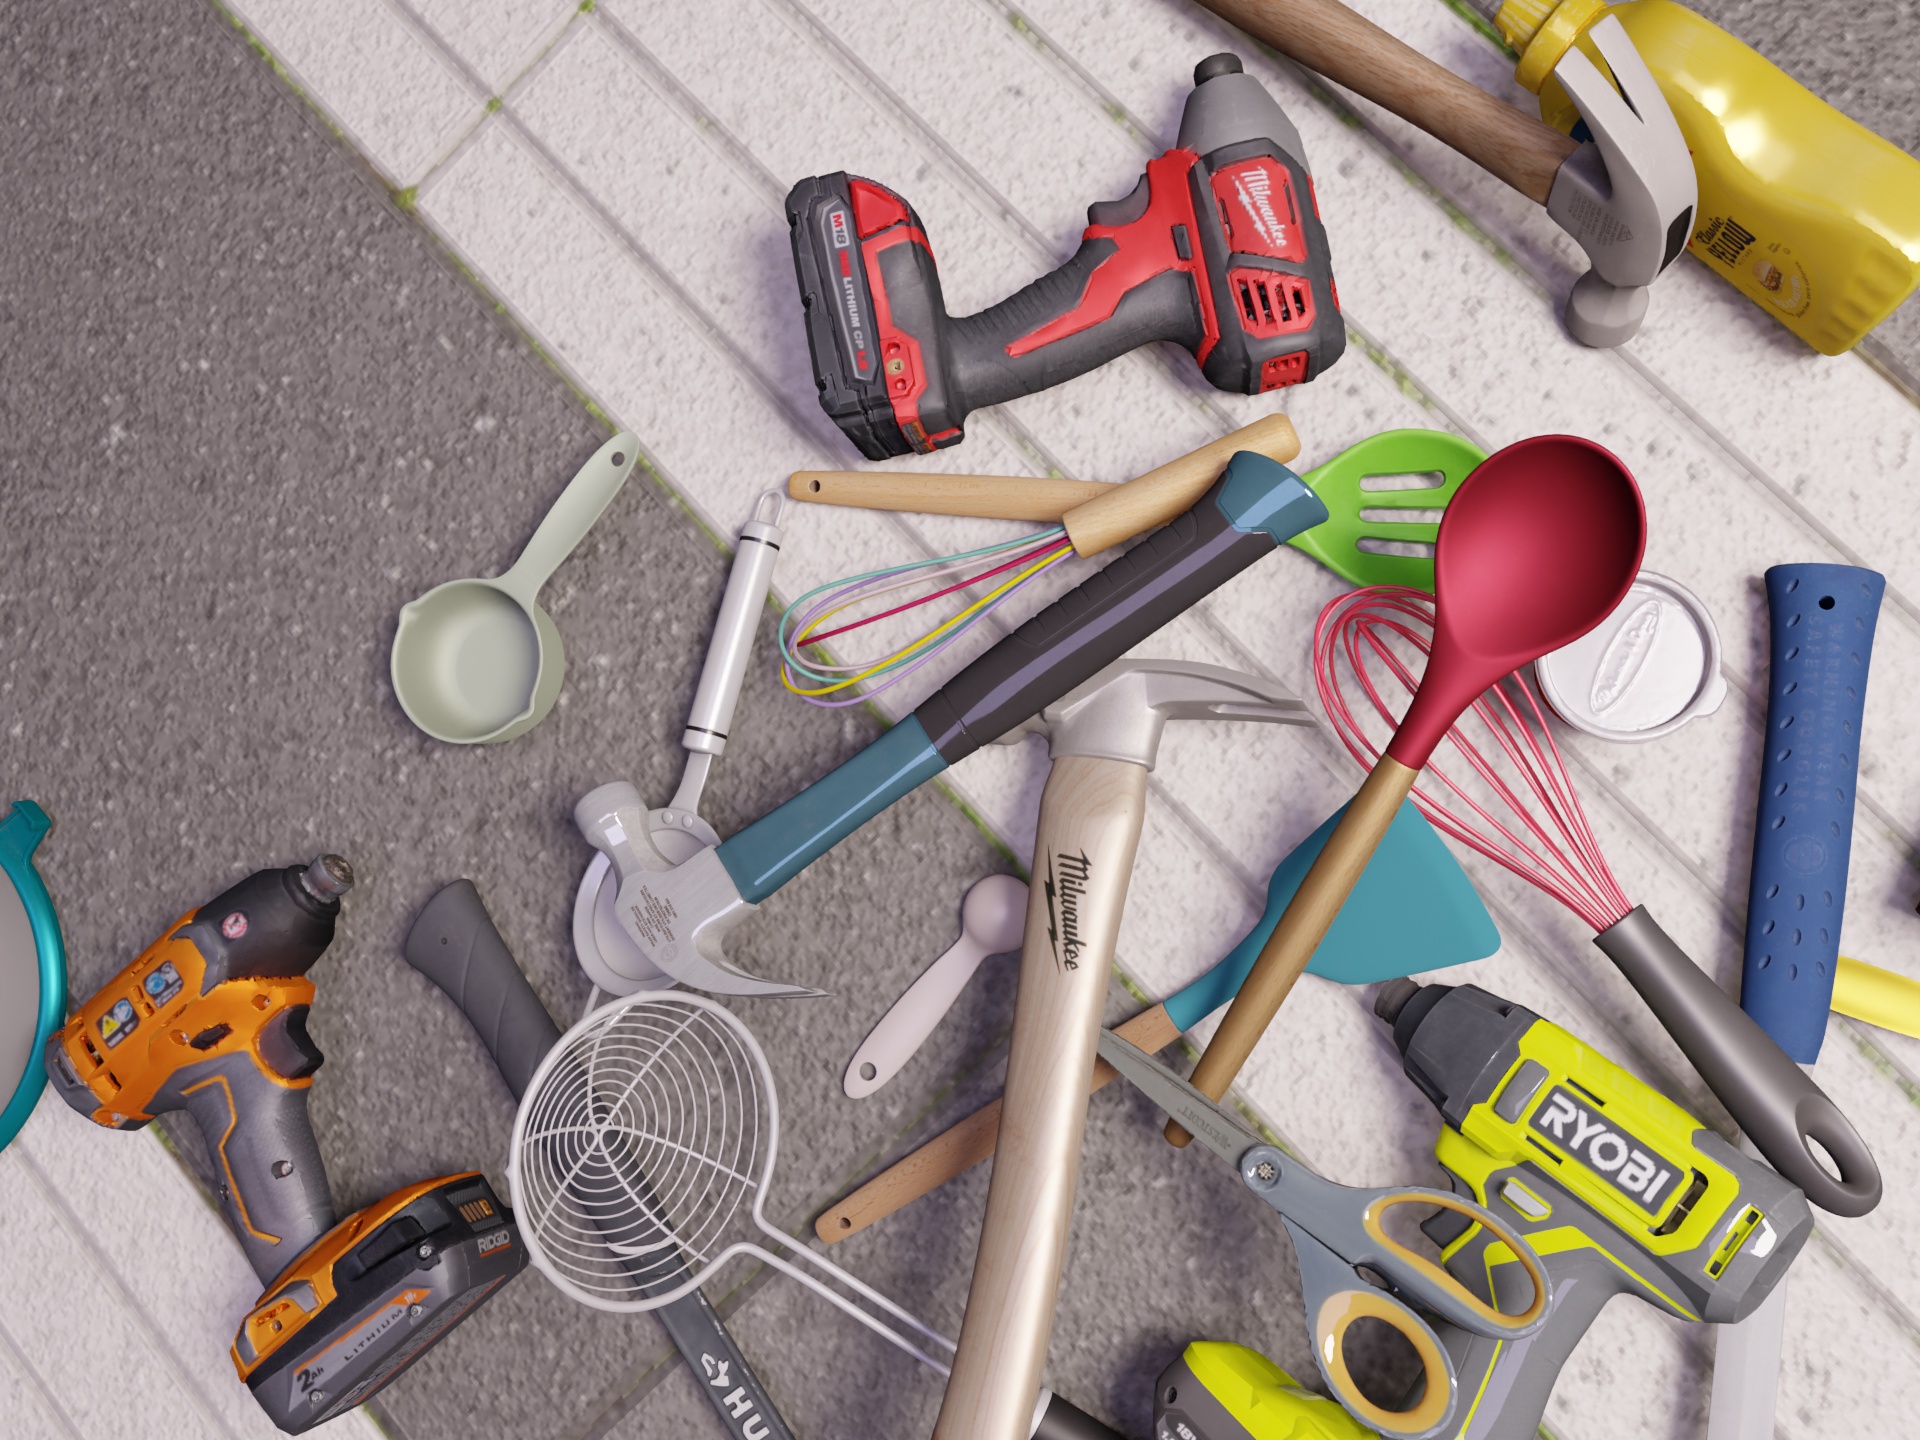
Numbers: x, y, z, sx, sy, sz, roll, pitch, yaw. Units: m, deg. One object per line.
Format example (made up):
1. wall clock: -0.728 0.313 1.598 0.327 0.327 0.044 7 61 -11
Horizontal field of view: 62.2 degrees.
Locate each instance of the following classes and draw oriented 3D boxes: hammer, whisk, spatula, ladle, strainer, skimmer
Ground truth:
1. hammer: -0.127 0.245 0.705 0.149 0.036 0.409 -36 80 6
2. hammer: -0.001 -0.002 0.645 0.331 0.033 0.128 -35 70 8
3. whisk: 0.027 -0.072 0.678 0.245 0.047 0.051 -24 104 14
4. spatula: 0.066 0.139 0.666 0.317 0.044 0.082 -34 90 10
5. hammer: 0.319 0.142 0.610 0.144 0.035 0.405 6 85 26
6. ladle: 0.155 0.038 0.602 0.069 0.031 0.315 33 108 19
7. hammer: 0.037 0.170 0.609 0.146 0.038 0.411 3 72 29
8. strainer: -0.115 0.018 0.717 0.087 0.050 0.258 10 82 33
9. strainer: -0.555 0.200 0.765 0.211 0.095 0.340 -2 84 11
10. whisk: 0.239 0.063 0.612 0.073 0.073 0.296 -39 72 6
11. hammer: 0.154 -0.283 0.657 0.331 0.130 0.031 41 80 20
12. skimmer: -0.016 0.243 0.639 0.363 0.090 0.127 32 59 5

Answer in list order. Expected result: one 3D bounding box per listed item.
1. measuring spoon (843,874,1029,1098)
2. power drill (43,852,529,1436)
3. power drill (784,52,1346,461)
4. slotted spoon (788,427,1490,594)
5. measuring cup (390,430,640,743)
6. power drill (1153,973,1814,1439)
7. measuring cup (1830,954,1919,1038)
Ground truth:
1. measuring spoon: -0.012 0.119 0.698 0.034 0.018 0.124 40 95 11
2. power drill: -0.298 0.180 0.723 0.164 0.084 0.227 -41 75 6
3. power drill: 0.044 -0.197 0.683 0.219 0.078 0.143 -11 84 8
4. slotted spoon: 0.074 -0.096 0.693 0.314 0.031 0.070 5 95 14
5. measuring cup: -0.195 -0.062 0.741 0.083 0.038 0.167 37 92 12
6. power drill: 0.182 0.219 0.609 0.171 0.080 0.223 36 92 40
7. measuring cup: 0.392 0.120 0.617 0.157 0.029 0.062 20 91 24
